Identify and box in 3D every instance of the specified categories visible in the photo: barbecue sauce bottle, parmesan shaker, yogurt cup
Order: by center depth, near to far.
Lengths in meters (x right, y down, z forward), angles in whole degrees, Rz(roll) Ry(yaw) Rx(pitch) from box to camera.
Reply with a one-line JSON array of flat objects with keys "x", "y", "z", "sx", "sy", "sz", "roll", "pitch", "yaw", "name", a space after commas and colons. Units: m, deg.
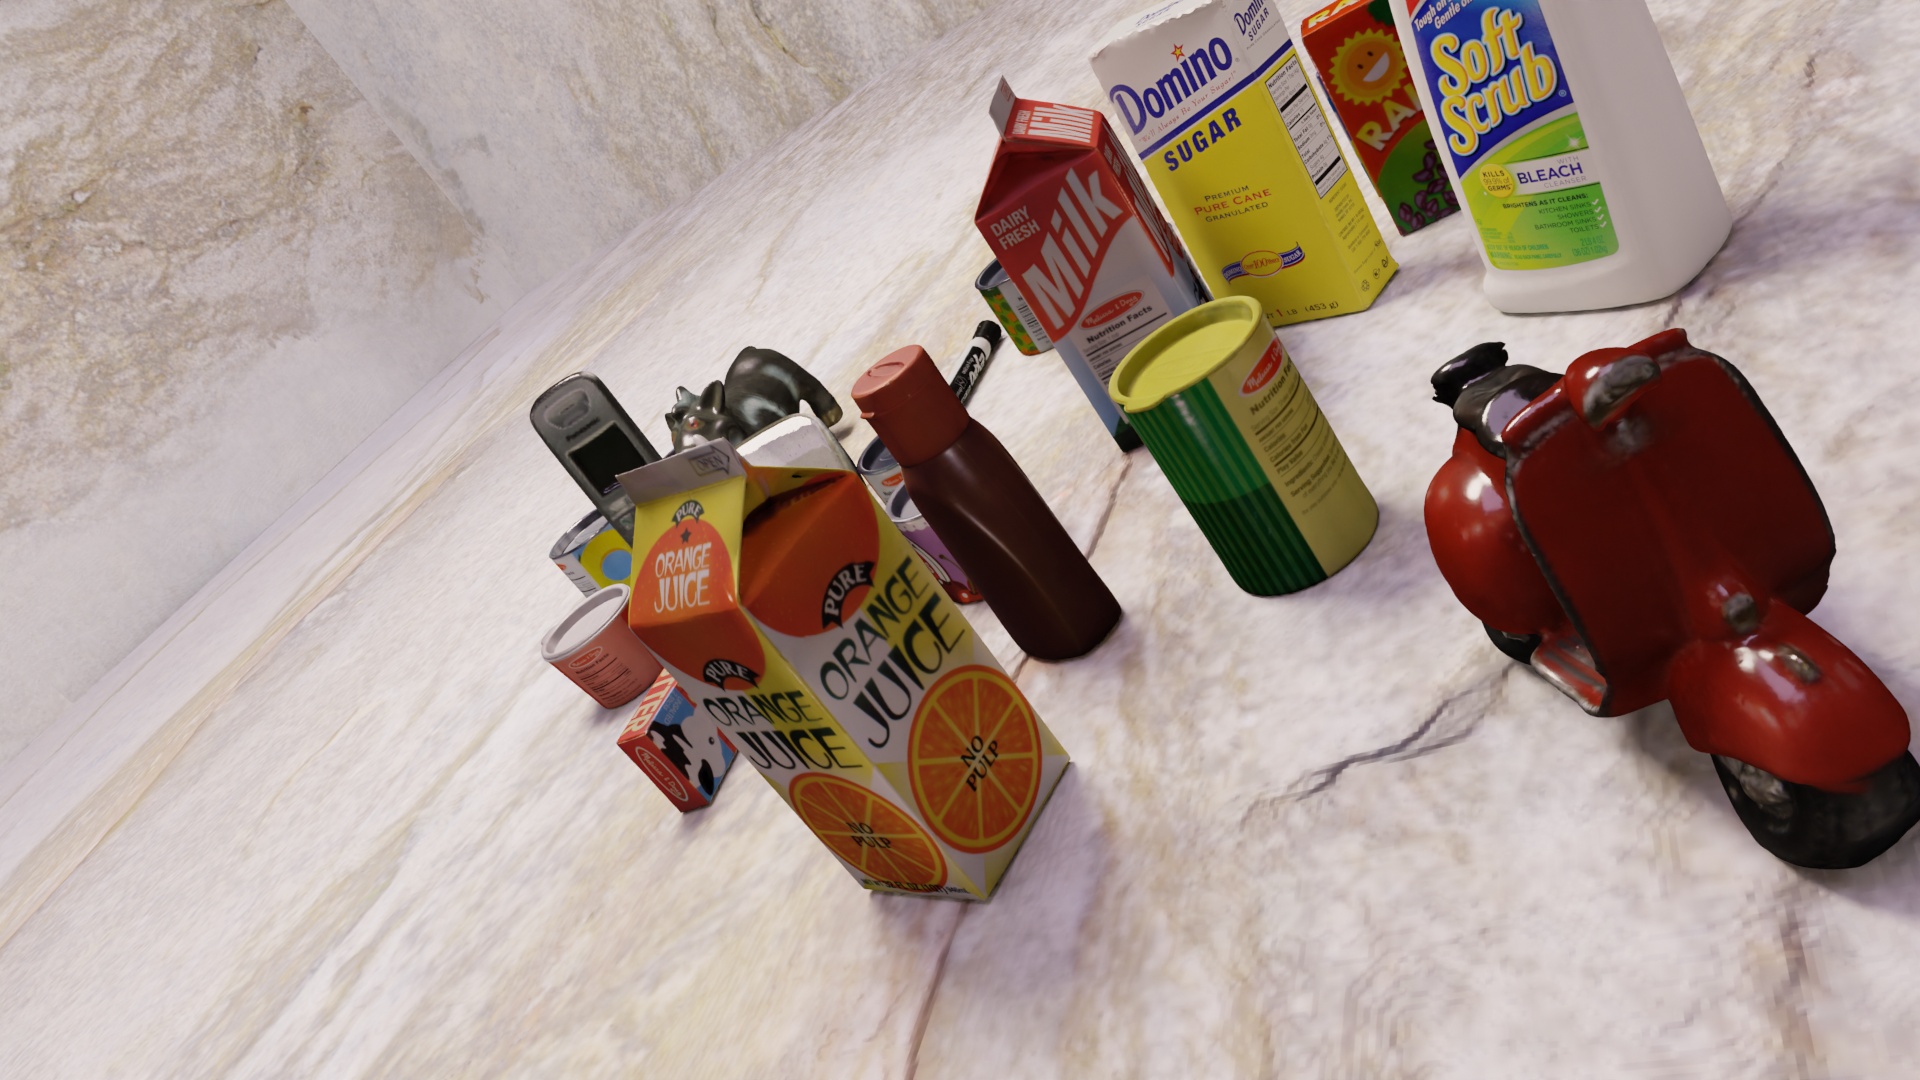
[{"x": 0.111, "y": -0.034, "z": 0.551, "sx": 0.071, "sy": 0.103, "sz": 0.071, "roll": -30, "pitch": 24, "yaw": 15, "name": "parmesan shaker"}, {"x": 0.009, "y": -0.015, "z": 0.598, "sx": 0.044, "sy": 0.148, "sz": 0.065, "roll": -45, "pitch": 24, "yaw": -20, "name": "barbecue sauce bottle"}, {"x": -0.220, "y": 0.069, "z": 0.875, "sx": 0.072, "sy": 0.054, "sz": 0.073, "roll": -30, "pitch": 24, "yaw": 15, "name": "yogurt cup"}]

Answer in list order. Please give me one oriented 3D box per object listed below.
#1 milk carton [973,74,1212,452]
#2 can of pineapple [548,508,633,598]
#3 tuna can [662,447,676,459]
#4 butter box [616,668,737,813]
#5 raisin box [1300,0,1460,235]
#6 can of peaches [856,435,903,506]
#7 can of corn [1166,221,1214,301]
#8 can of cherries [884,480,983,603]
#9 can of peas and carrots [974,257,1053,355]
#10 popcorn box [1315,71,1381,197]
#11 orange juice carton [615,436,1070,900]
[{"x": 0.068, "y": -0.149, "z": 0.716, "sx": 0.073, "sy": 0.190, "sz": 0.073, "roll": -27, "pitch": 25, "yaw": 21, "name": "milk carton"}, {"x": -0.260, "y": 0.011, "z": 1.034, "sx": 0.071, "sy": 0.057, "sz": 0.071, "roll": -30, "pitch": 24, "yaw": 15, "name": "can of pineapple"}, {"x": -0.216, "y": -0.062, "z": 1.144, "sx": 0.071, "sy": 0.032, "sz": 0.071, "roll": -30, "pitch": 24, "yaw": 15, "name": "tuna can"}, {"x": -0.135, "y": 0.086, "z": 0.725, "sx": 0.024, "sy": 0.053, "sz": 0.104, "roll": -22, "pitch": 27, "yaw": 30, "name": "butter box"}, {"x": 0.243, "y": -0.235, "z": 0.724, "sx": 0.086, "sy": 0.123, "sz": 0.040, "roll": -24, "pitch": 26, "yaw": 27, "name": "raisin box"}, {"x": -0.015, "y": -0.039, "z": 0.791, "sx": 0.071, "sy": 0.058, "sz": 0.071, "roll": -30, "pitch": 24, "yaw": 15, "name": "can of peaches"}, {"x": 0.108, "y": -0.144, "z": 0.821, "sx": 0.071, "sy": 0.058, "sz": 0.071, "roll": -30, "pitch": 24, "yaw": 15, "name": "can of corn"}, {"x": 0.003, "y": -0.009, "z": 0.709, "sx": 0.071, "sy": 0.058, "sz": 0.072, "roll": -30, "pitch": 24, "yaw": 15, "name": "can of cherries"}, {"x": 0.052, "y": -0.169, "z": 0.944, "sx": 0.071, "sy": 0.058, "sz": 0.071, "roll": -30, "pitch": 24, "yaw": 15, "name": "can of peas and carrots"}, {"x": 0.255, "y": -0.272, "z": 0.827, "sx": 0.038, "sy": 0.085, "sz": 0.127, "roll": -19, "pitch": 28, "yaw": 35, "name": "popcorn box"}, {"x": -0.049, "y": 0.043, "z": 0.512, "sx": 0.071, "sy": 0.192, "sz": 0.073, "roll": -11, "pitch": 34, "yaw": 46, "name": "orange juice carton"}]
